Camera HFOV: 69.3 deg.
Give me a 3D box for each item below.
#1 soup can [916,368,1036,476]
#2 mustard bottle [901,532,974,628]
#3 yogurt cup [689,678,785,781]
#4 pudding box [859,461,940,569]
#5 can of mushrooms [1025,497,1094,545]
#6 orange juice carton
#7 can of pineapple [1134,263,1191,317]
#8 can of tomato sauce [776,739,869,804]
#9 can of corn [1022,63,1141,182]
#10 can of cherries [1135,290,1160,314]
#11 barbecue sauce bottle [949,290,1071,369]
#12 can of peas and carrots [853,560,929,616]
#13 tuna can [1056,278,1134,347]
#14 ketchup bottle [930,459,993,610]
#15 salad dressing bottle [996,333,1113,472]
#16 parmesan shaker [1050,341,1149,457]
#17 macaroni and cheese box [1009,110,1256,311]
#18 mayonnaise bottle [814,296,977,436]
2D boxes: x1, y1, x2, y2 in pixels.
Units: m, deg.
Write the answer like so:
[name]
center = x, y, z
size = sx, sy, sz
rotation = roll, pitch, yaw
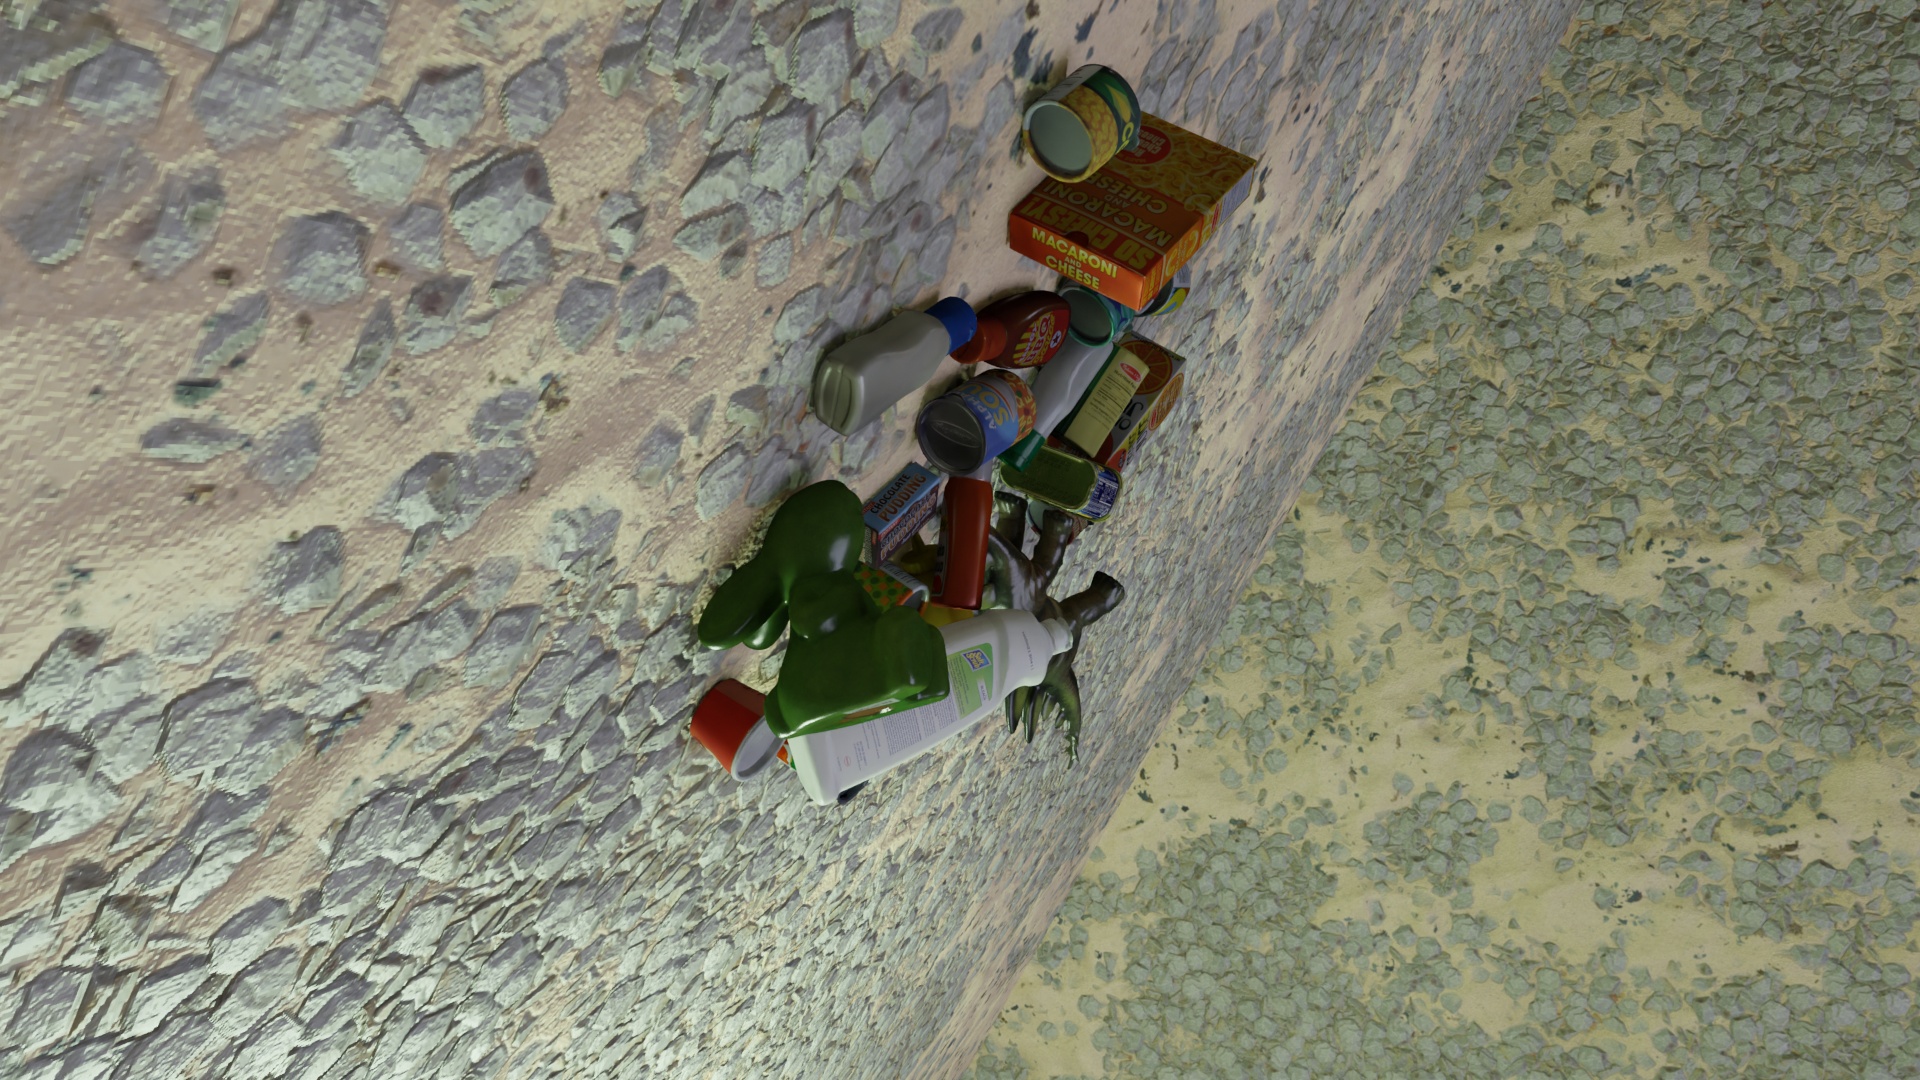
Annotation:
[soup can]
center = 0.015, -0.100, 1.133
size = 0.084, 0.071, 0.071
rotation = -36, 152, -48
[mustard bottle]
center = -0.021, 0.055, 1.252
size = 0.065, 0.049, 0.159
rotation = -66, 140, -66
[yogurt cup]
center = -0.170, 0.142, 1.067
size = 0.073, 0.054, 0.072
rotation = -49, 159, -26
[pudding box]
center = -0.054, -0.021, 1.140
size = 0.084, 0.030, 0.049
rotation = -44, 156, -36
[can of mushrooms]
center = 0.103, -0.027, 1.457
size = 0.033, 0.071, 0.070
rotation = -43, 156, -33
[orange juice carton]
center = 0.152, -0.119, 1.436
size = 0.193, 0.072, 0.072
rotation = -51, 160, -20
[can of pineapple]
center = 0.178, -0.245, 1.317
size = 0.058, 0.071, 0.070
rotation = -20, 138, -61
[can of tomato sauce]
center = -0.117, 0.177, 1.207
size = 0.071, 0.083, 0.070
rotation = -49, 159, -26
[can of corn]
center = 0.089, -0.298, 1.003
size = 0.058, 0.071, 0.070
rotation = -45, 157, -32
[can of cherries]
center = 0.152, -0.248, 1.256
size = 0.072, 0.058, 0.071
rotation = -48, 159, -25
[barbecue sauce bottle]
center = 0.038, -0.167, 1.121
size = 0.149, 0.044, 0.064
rotation = -23, 140, -59
[can of peas and carrots]
center = -0.069, 0.053, 1.173
size = 0.071, 0.059, 0.070
rotation = -48, 158, -26
[tuna can]
center = 0.119, -0.204, 1.226
size = 0.033, 0.071, 0.070
rotation = -45, 157, -29
[ketchup bottle]
center = 0.004, -0.015, 1.192
size = 0.064, 0.043, 0.149
rotation = 161, -64, -81
[salad dressing bottle]
center = 0.084, -0.133, 1.291
size = 0.147, 0.044, 0.064
rotation = -56, 163, -4
[parmesan shaker]
center = 0.127, -0.142, 1.353
size = 0.103, 0.071, 0.071
rotation = -57, 161, 0
[macaroni and cheese box]
center = 0.135, -0.265, 1.088
size = 0.167, 0.124, 0.040
rotation = -47, 155, -29
[mayonnaise bottle]
center = -0.043, -0.130, 0.984
size = 0.149, 0.041, 0.064
rotation = -41, 156, -44
